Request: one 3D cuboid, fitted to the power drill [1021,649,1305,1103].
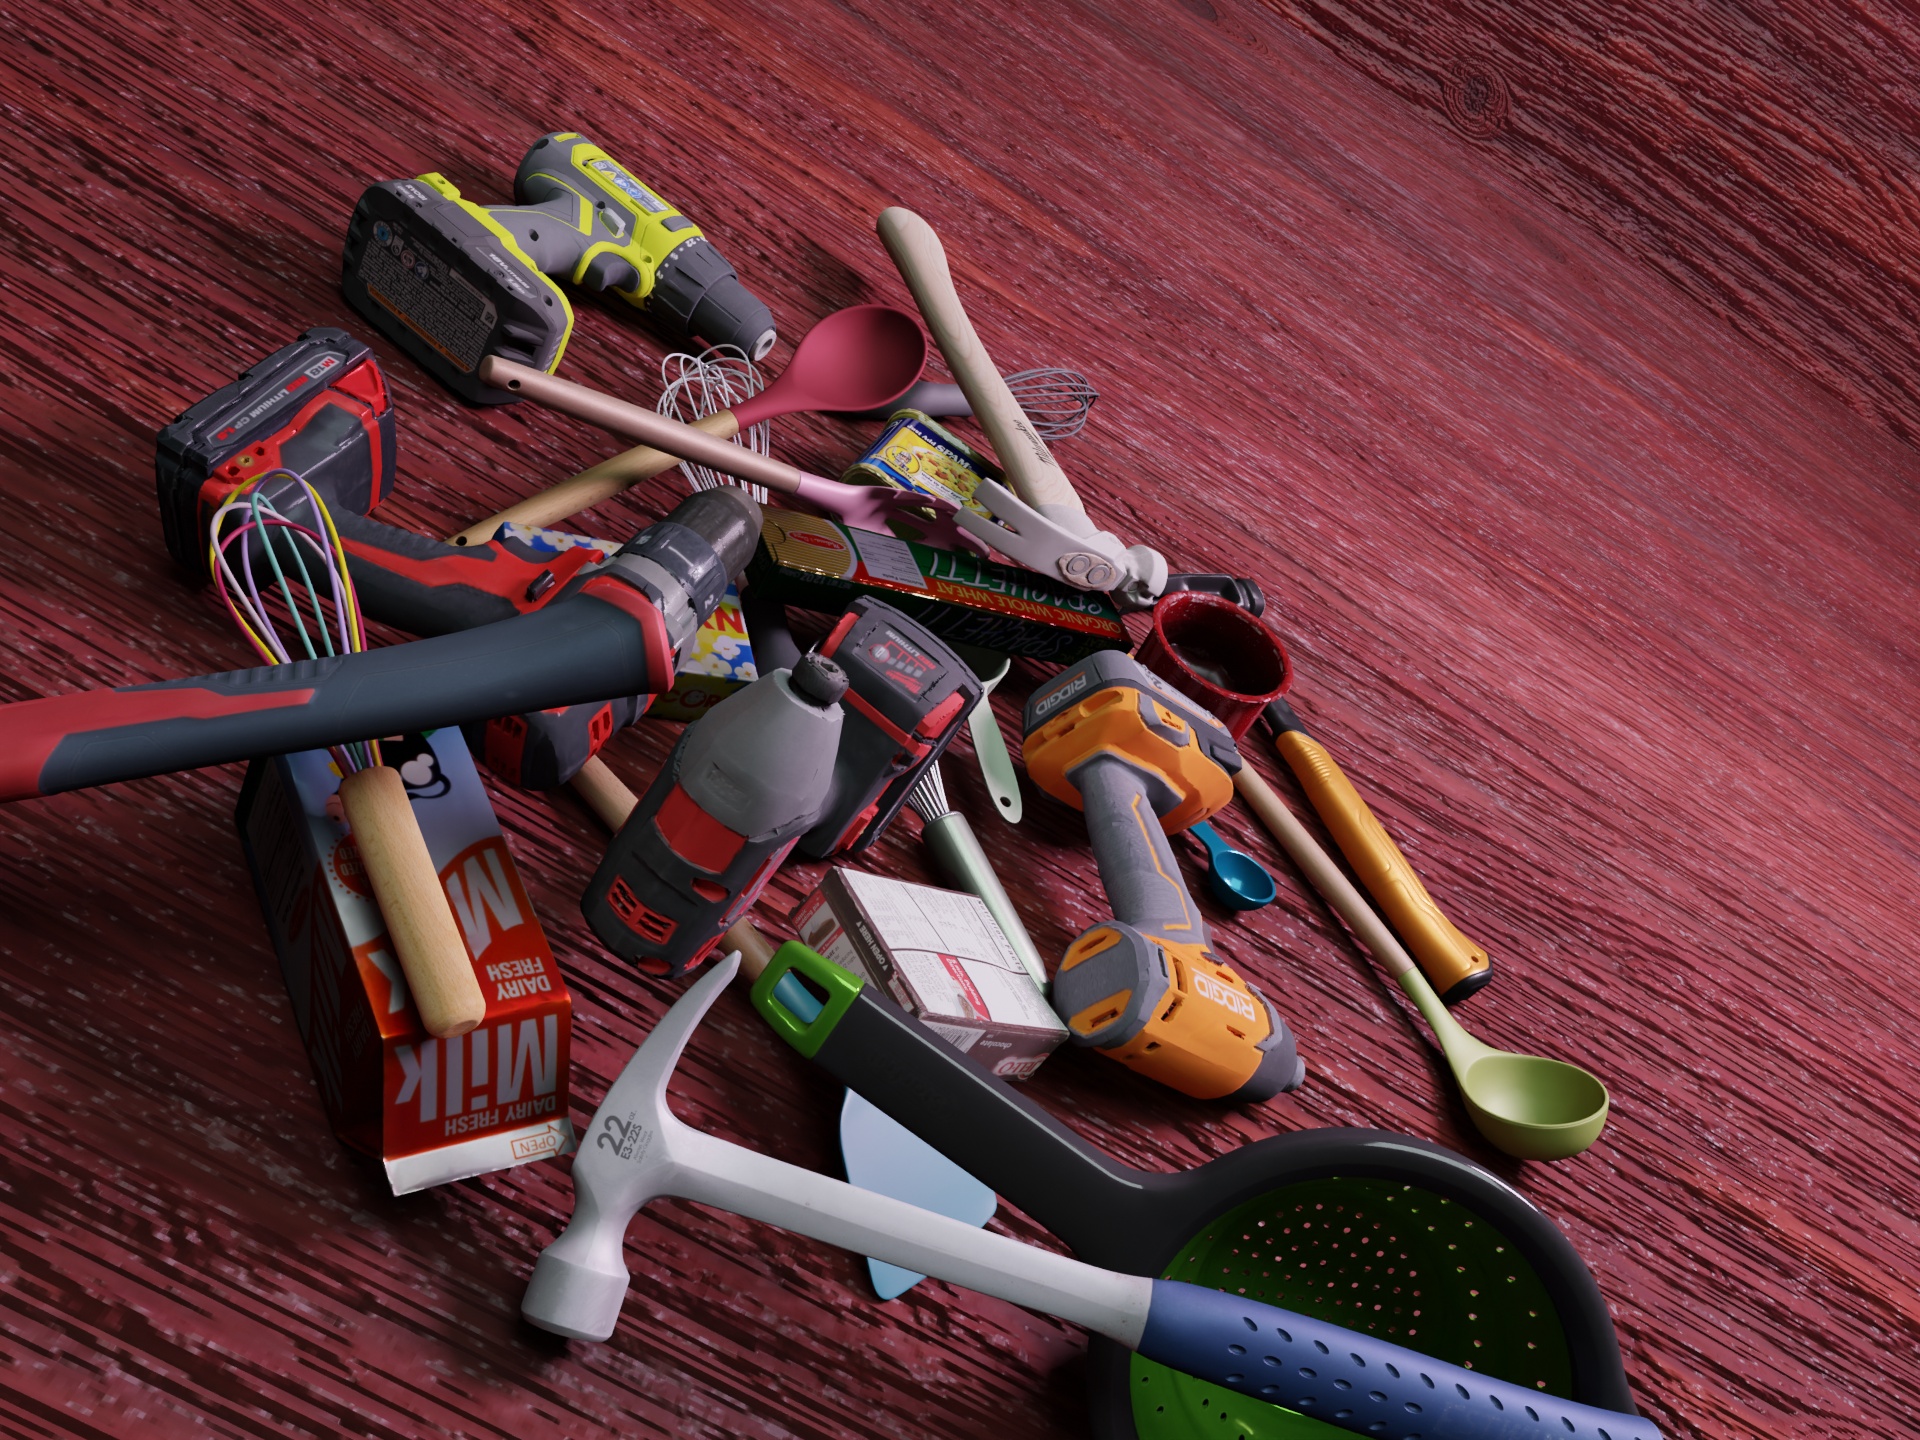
[{"bbox_3d":[0.111,0.090,0.836,0.164,0.084,0.227,31,38,-36],"label":"power drill"}]

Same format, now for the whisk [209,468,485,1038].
[{"bbox_3d":[-0.226,0.007,0.582,0.047,0.051,0.245,-20,66,-21],"label":"whisk"}]

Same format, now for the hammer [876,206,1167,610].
[{"bbox_3d":[0.004,-0.230,1.039,0.146,0.038,0.411,20,33,-37],"label":"hammer"}]

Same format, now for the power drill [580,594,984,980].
[{"bbox_3d":[-0.069,0.017,0.689,0.078,0.143,0.220,38,19,5],"label":"power drill"}]

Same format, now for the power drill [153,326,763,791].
[{"bbox_3d":[-0.216,-0.086,0.721,0.227,0.080,0.188,30,49,6],"label":"power drill"}]

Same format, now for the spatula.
[{"bbox_3d":[-0.103,0.106,0.706,0.318,0.044,0.082,45,38,18],"label":"spatula"}]

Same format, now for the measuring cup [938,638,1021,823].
[{"bbox_3d":[-0.001,-0.003,0.888,0.083,0.038,0.168,8,48,-33],"label":"measuring cup"}]

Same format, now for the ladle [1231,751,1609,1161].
[{"bbox_3d":[0.253,0.122,0.941,0.078,0.062,0.320,-16,59,-37],"label":"ladle"}]

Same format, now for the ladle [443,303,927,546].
[{"bbox_3d":[-0.145,-0.152,0.863,0.315,0.031,0.069,-33,72,-30],"label":"ladle"}]

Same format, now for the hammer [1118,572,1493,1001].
[{"bbox_3d":[0.228,0.035,1.029,0.127,0.034,0.337,-4,53,-41],"label":"hammer"}]

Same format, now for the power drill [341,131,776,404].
[{"bbox_3d":[-0.230,-0.266,0.953,0.190,0.080,0.228,40,35,4],"label":"power drill"}]

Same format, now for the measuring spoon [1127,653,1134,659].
[{"bbox_3d":[0.131,-0.003,1.010,0.021,0.011,0.117,-2,52,-39],"label":"measuring spoon"}]

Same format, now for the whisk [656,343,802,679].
[{"bbox_3d":[-0.121,-0.101,0.887,0.070,0.070,0.285,6,52,-34],"label":"whisk"}]

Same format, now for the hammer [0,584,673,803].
[{"bbox_3d":[-0.285,0.018,0.514,0.386,0.038,0.143,-10,53,-13],"label":"hammer"}]

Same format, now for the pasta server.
[{"bbox_3d":[-0.107,-0.130,0.842,0.316,0.060,0.040,15,31,-44],"label":"pasta server"}]

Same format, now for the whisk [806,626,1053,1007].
[{"bbox_3d":[-0.014,0.048,0.823,0.059,0.057,0.247,-24,66,-11],"label":"whisk"}]

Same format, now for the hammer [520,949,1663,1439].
[{"bbox_3d":[0.058,0.207,0.580,0.405,0.035,0.144,18,75,-1],"label":"hammer"}]

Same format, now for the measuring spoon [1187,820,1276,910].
[{"bbox_3d":[0.134,0.068,0.941,0.042,0.021,0.129,-8,46,-46],"label":"measuring spoon"}]

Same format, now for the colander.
[{"bbox_3d":[0.087,0.210,0.655,0.397,0.204,0.094,36,6,2],"label":"colander"}]

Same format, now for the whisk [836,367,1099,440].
[{"bbox_3d":[0.003,-0.226,1.121,0.239,0.055,0.055,-7,55,-36],"label":"whisk"}]
